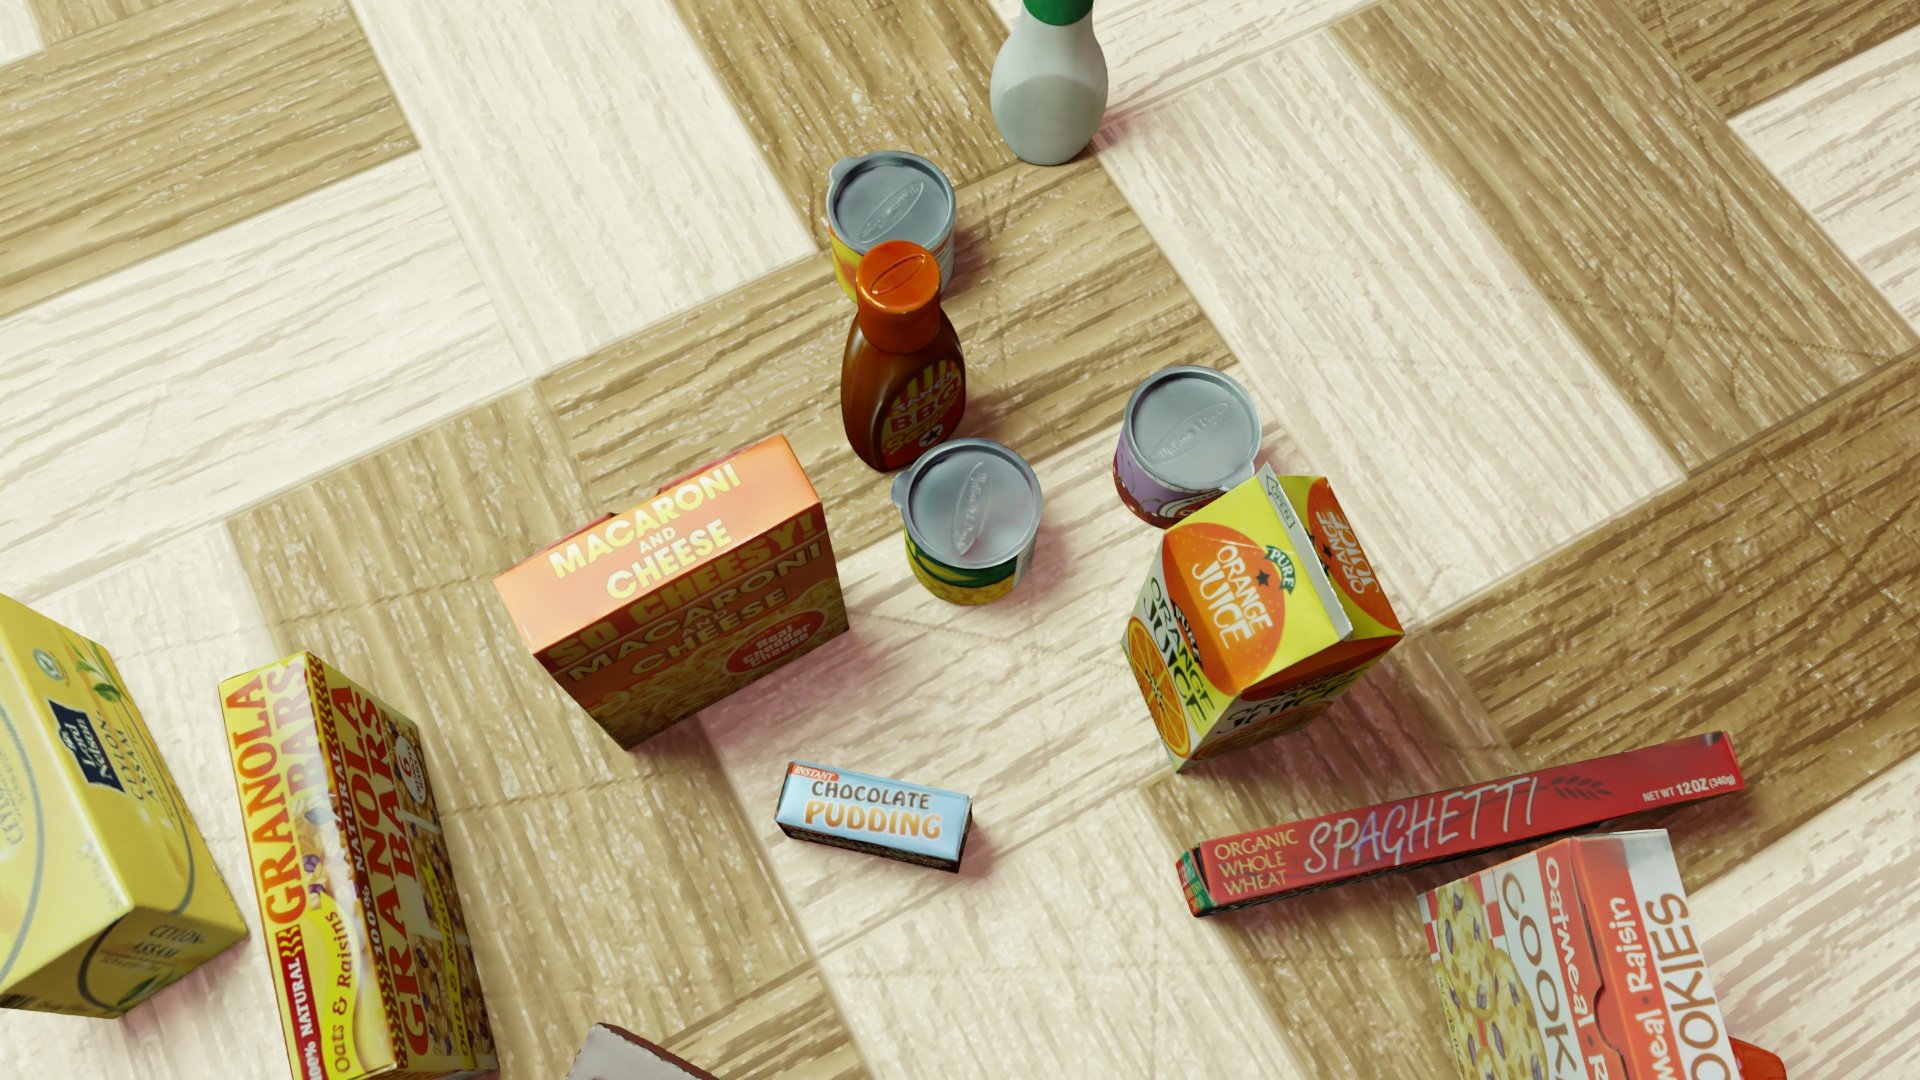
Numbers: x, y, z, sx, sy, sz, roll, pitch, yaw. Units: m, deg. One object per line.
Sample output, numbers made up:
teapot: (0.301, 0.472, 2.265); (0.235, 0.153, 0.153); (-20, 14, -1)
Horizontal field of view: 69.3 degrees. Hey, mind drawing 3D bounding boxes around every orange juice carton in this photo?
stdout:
orange juice carton: (0.124, 0.035, 0.584); (0.073, 0.192, 0.072); (-18, 70, -8)

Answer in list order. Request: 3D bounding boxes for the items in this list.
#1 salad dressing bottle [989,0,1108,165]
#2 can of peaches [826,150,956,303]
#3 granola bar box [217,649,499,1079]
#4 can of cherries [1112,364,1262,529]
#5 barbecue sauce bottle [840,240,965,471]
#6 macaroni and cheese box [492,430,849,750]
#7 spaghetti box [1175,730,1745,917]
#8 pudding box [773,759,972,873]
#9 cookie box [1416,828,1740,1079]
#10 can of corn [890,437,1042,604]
salad dressing bottle: (0.049, -0.257, 0.723); (0.064, 0.147, 0.044); (1, 69, 0)
can of peaches: (-0.037, -0.163, 0.732); (0.071, 0.058, 0.071); (0, 69, -1)
granola bar box: (-0.246, 0.142, 0.573); (0.039, 0.123, 0.166); (-19, 70, -8)
can of cherries: (0.112, -0.042, 0.687); (0.071, 0.058, 0.072); (0, 69, -1)
barbecue sauce bottle: (-0.028, -0.086, 0.654); (0.065, 0.148, 0.044); (-36, 74, -13)
macaroni and cheese box: (-0.115, 0.028, 0.598); (0.124, 0.166, 0.040); (-29, 72, -11)
spaghetti box: (0.222, 0.128, 0.626); (0.250, 0.050, 0.029); (-11, 69, -5)
pudding box: (-0.038, 0.124, 0.623); (0.084, 0.049, 0.030); (11, 69, 4)
cookie box: (0.235, 0.188, 0.539); (0.040, 0.166, 0.123); (-6, 69, -3)
can of corn: (0.002, -0.008, 0.672); (0.071, 0.058, 0.071); (0, 69, -1)
